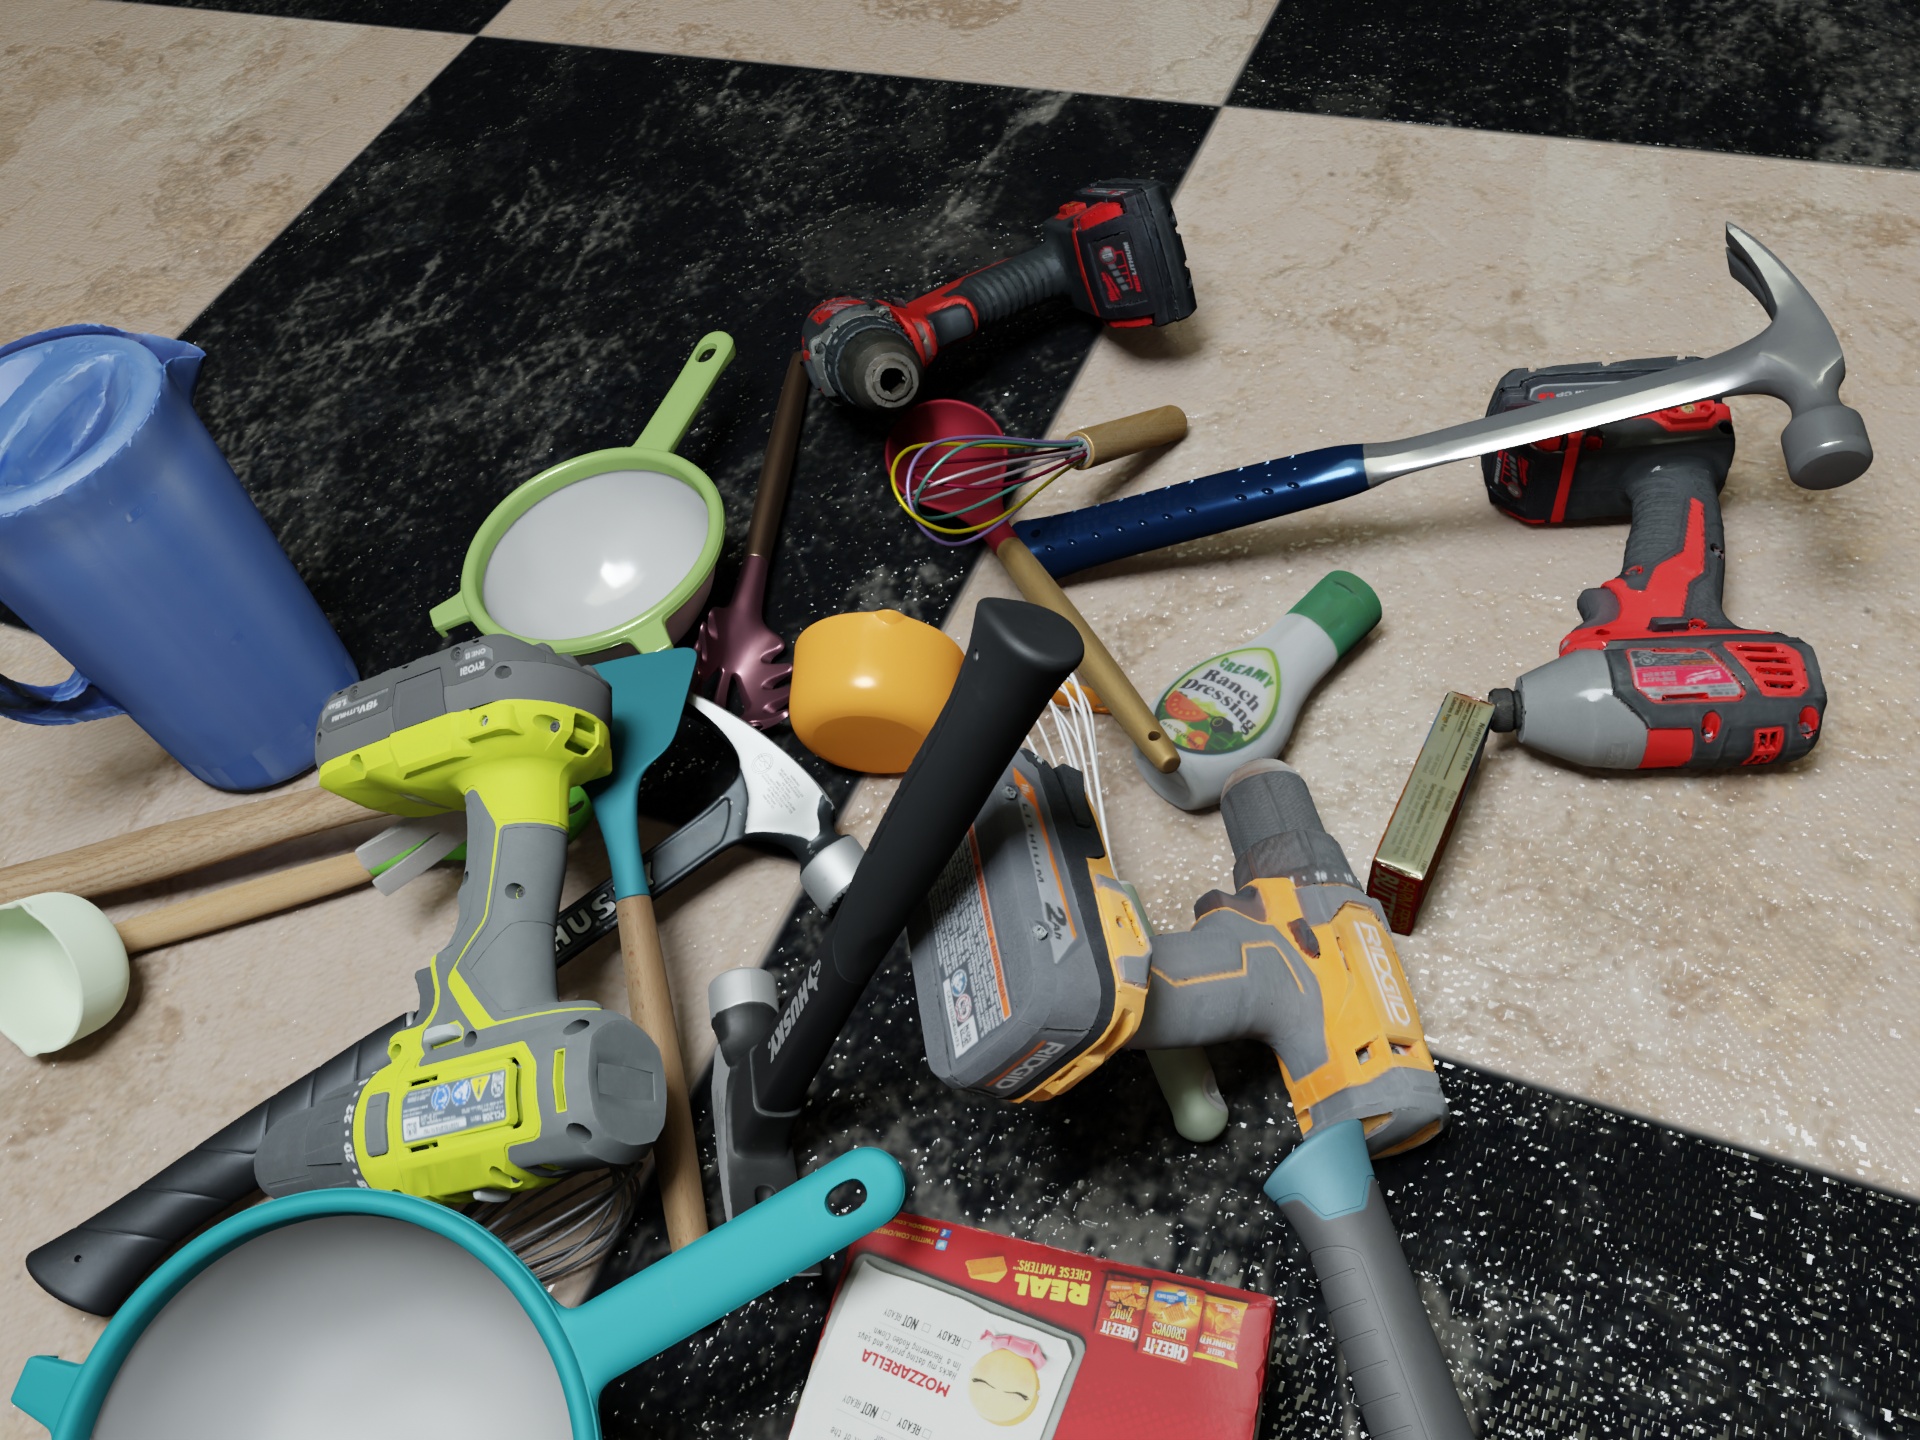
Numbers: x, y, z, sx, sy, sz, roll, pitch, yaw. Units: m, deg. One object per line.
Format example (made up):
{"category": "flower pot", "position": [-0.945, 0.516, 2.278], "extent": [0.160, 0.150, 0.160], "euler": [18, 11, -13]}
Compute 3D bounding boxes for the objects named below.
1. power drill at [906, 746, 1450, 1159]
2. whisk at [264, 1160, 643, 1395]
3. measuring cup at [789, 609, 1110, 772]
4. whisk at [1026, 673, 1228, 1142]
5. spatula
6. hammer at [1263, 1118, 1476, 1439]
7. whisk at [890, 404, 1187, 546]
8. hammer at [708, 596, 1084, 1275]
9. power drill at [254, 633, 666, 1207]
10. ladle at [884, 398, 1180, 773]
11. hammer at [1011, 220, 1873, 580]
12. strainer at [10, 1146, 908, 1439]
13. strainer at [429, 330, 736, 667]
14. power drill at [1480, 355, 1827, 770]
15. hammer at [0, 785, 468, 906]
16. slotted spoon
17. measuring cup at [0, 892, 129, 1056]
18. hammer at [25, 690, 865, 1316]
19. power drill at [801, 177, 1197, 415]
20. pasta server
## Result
{"category": "power drill", "position": [0.088, 0.077, 0.649], "extent": [0.226, 0.084, 0.186], "euler": [16, 45, -31]}
{"category": "whisk", "position": [-0.240, 0.244, 0.672], "extent": [0.239, 0.055, 0.055], "euler": [-29, 53, -5]}
{"category": "measuring cup", "position": [-0.001, -0.003, 0.801], "extent": [0.173, 0.095, 0.052], "euler": [10, 61, -5]}
{"category": "whisk", "position": [0.062, 0.072, 0.718], "extent": [0.059, 0.057, 0.247], "euler": [-32, 64, 22]}
{"category": "spatula", "position": [-0.140, 0.108, 0.722], "extent": [0.082, 0.044, 0.318], "euler": [-13, 70, -1]}
{"category": "hammer", "position": [0.173, 0.297, 0.527], "extent": [0.128, 0.033, 0.331], "euler": [-15, 61, -2]}
{"category": "whisk", "position": [0.049, -0.144, 0.849], "extent": [0.047, 0.051, 0.245], "euler": [33, 36, 27]}
{"category": "hammer", "position": [-0.035, 0.081, 0.591], "extent": [0.035, 0.334, 0.146], "euler": [8, 47, -22]}
{"category": "power drill", "position": [-0.224, 0.094, 0.687], "extent": [0.190, 0.080, 0.229], "euler": [-17, 66, 22]}
{"category": "ladle", "position": [0.036, -0.076, 0.820], "extent": [0.069, 0.031, 0.316], "euler": [-27, 45, -4]}
{"category": "hammer", "position": [0.216, -0.135, 0.803], "extent": [0.405, 0.035, 0.144], "euler": [-12, 58, 23]}
{"category": "strainer", "position": [-0.165, 0.255, 0.599], "extent": [0.340, 0.095, 0.211], "euler": [-29, 70, -3]}
{"category": "strainer", "position": [-0.180, -0.119, 0.921], "extent": [0.151, 0.069, 0.256], "euler": [8, 54, 20]}
{"category": "power drill", "position": [0.324, -0.073, 0.784], "extent": [0.143, 0.078, 0.220], "euler": [-3, 55, 10]}
{"category": "hammer", "position": [-0.387, 0.062, 0.826], "extent": [0.331, 0.031, 0.130], "euler": [-15, 36, 7]}
{"category": "slotted spoon", "position": [-0.330, 0.080, 0.826], "extent": [0.314, 0.031, 0.070], "euler": [-17, 52, 0]}
{"category": "measuring cup", "position": [-0.490, 0.114, 0.806], "extent": [0.168, 0.083, 0.038], "euler": [12, 17, 22]}
{"category": "hammer", "position": [-0.243, 0.135, 0.747], "extent": [0.409, 0.036, 0.149], "euler": [-35, 70, -12]}
{"category": "power drill", "position": [0.019, -0.240, 0.930], "extent": [0.226, 0.080, 0.188], "euler": [-22, 22, -4]}
{"category": "pasta server", "position": [-0.111, -0.115, 0.923], "extent": [0.060, 0.040, 0.316], "euler": [25, 47, -22]}
